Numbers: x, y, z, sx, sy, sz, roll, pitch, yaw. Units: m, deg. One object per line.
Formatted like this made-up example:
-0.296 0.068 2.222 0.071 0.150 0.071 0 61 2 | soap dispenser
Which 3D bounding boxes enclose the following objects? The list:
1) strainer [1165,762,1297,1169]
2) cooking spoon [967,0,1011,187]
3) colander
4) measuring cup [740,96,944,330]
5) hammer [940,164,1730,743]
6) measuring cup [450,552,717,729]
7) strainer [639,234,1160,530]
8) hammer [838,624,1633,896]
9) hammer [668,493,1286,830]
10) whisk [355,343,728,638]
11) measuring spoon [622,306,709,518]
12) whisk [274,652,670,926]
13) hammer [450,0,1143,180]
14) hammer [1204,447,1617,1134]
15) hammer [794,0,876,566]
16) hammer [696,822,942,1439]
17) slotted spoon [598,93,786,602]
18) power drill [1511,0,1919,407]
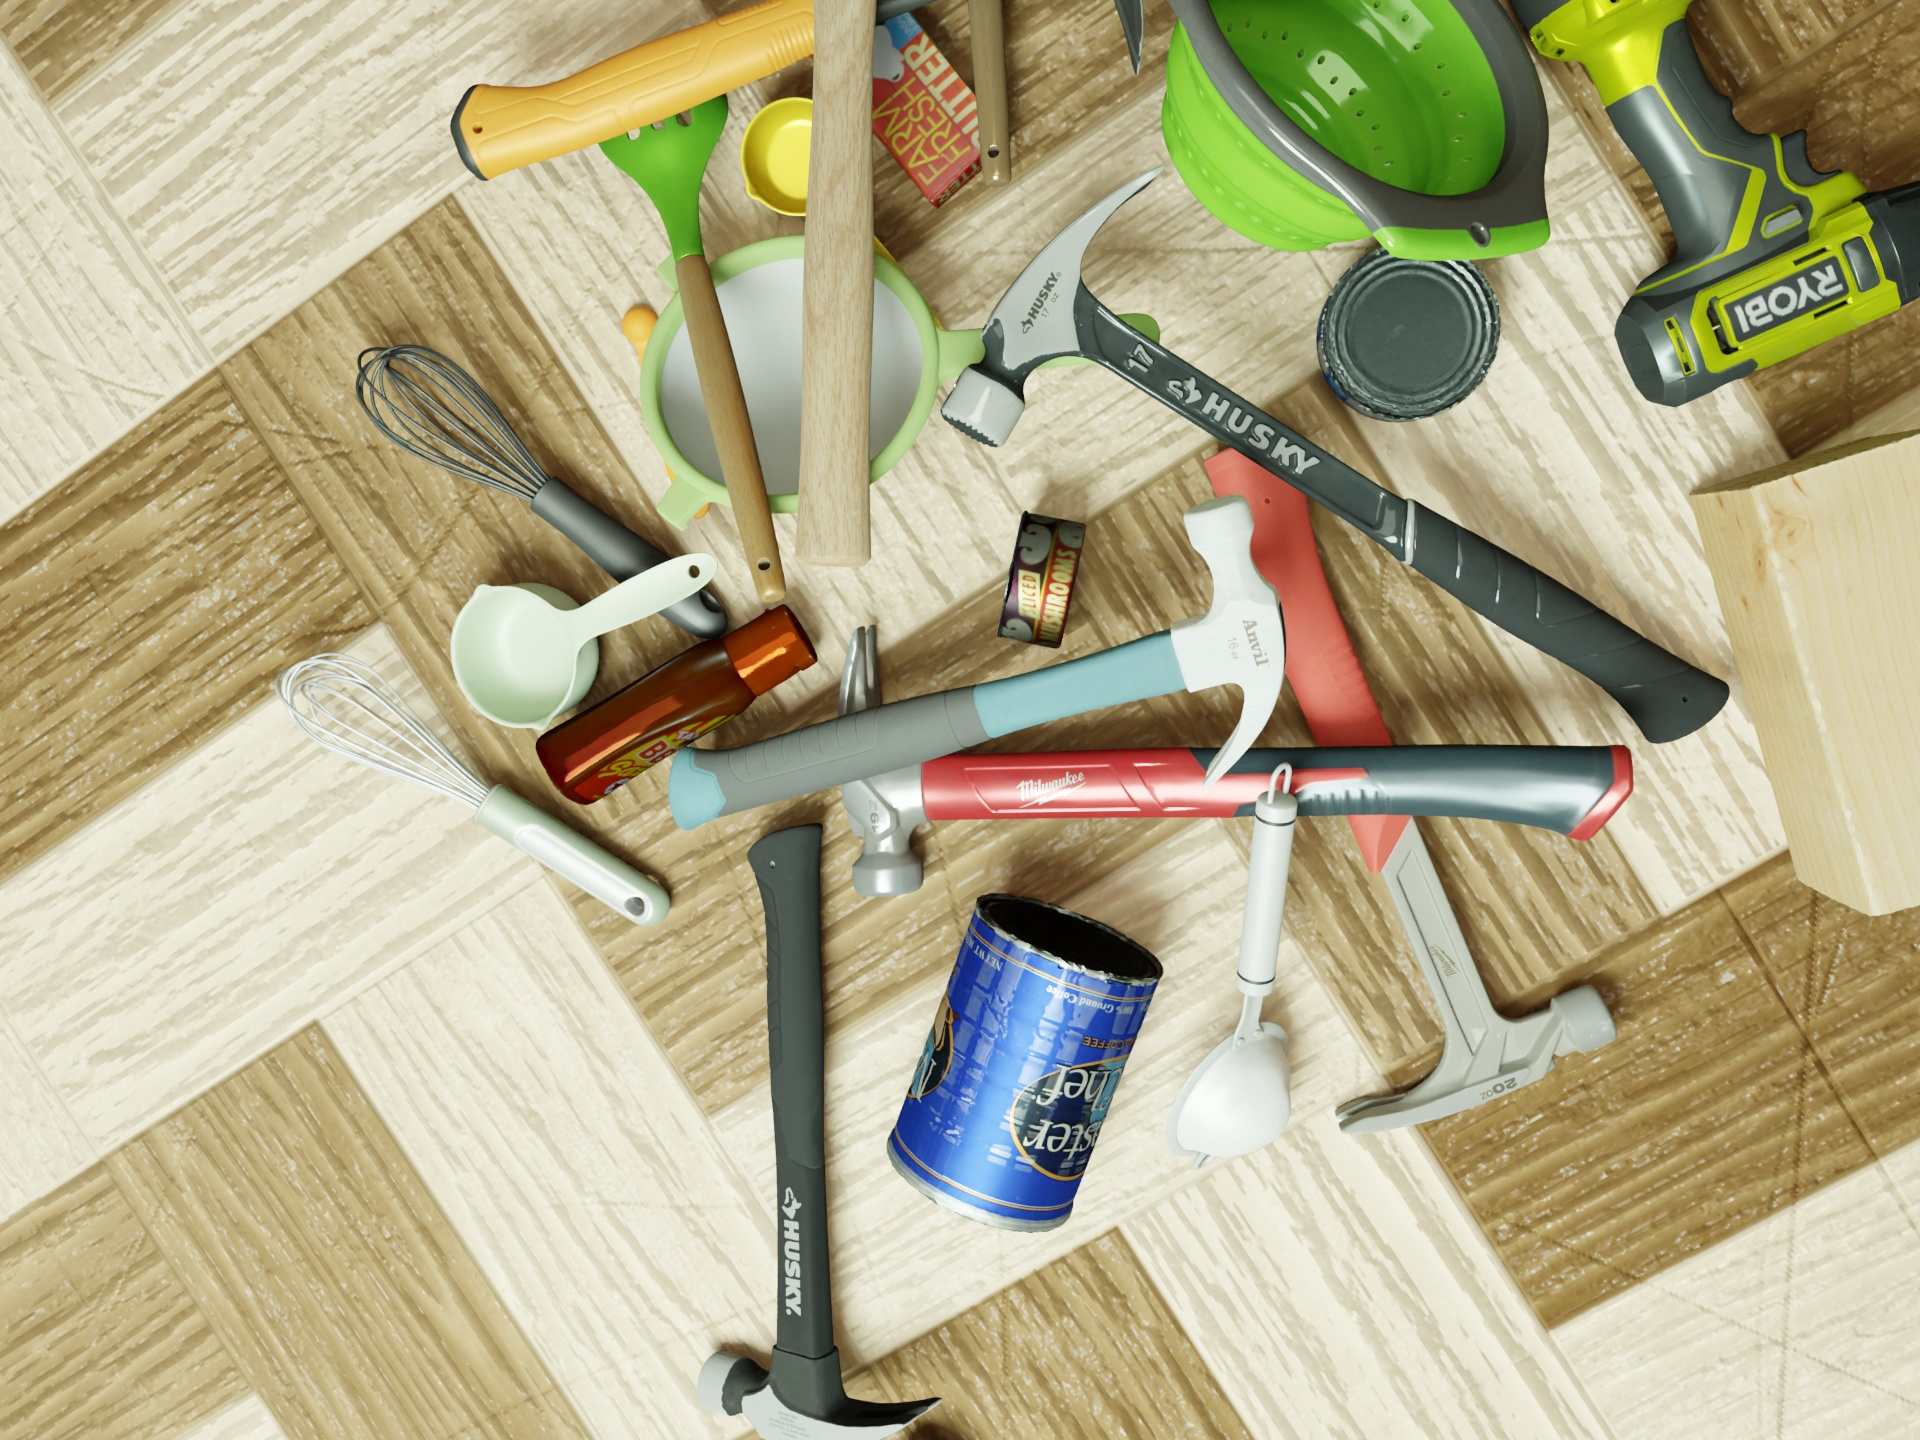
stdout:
0.146 0.136 0.788 0.087 0.050 0.258 -18 122 -33 | strainer
0.007 -0.423 0.784 0.069 0.017 0.319 -4 90 7 | cooking spoon
0.132 -0.361 0.752 0.204 0.094 0.397 -13 74 -31 | colander
-0.053 -0.249 0.825 0.062 0.029 0.156 -35 103 9 | measuring cup
0.200 -0.106 0.763 0.408 0.036 0.149 30 91 -9 | hammer
-0.191 -0.053 0.839 0.167 0.038 0.083 -22 94 19 | measuring cup
-0.028 -0.168 0.801 0.256 0.069 0.152 -5 73 4 | strainer
0.125 0.016 0.791 0.386 0.038 0.143 -2 97 16 | hammer
-0.001 -0.002 0.781 0.331 0.033 0.128 -15 104 20 | hammer
-0.221 -0.120 0.845 0.239 0.055 0.055 38 99 -2 | whisk
-0.157 -0.164 0.848 0.021 0.011 0.117 -16 94 8 | measuring spoon
-0.264 0.041 0.867 0.246 0.059 0.057 33 111 -3 | whisk
-0.081 -0.323 0.763 0.337 0.034 0.127 -18 89 3 | hammer
0.199 0.030 0.816 0.149 0.037 0.359 -23 94 9 | hammer
-0.058 -0.237 0.730 0.130 0.031 0.331 2 92 3 | hammer
-0.082 0.222 0.854 0.146 0.035 0.335 0 92 34 | hammer
-0.124 -0.201 0.773 0.070 0.031 0.314 -15 73 1 | slotted spoon
0.368 -0.282 0.743 0.171 0.080 0.223 -24 97 9 | power drill
